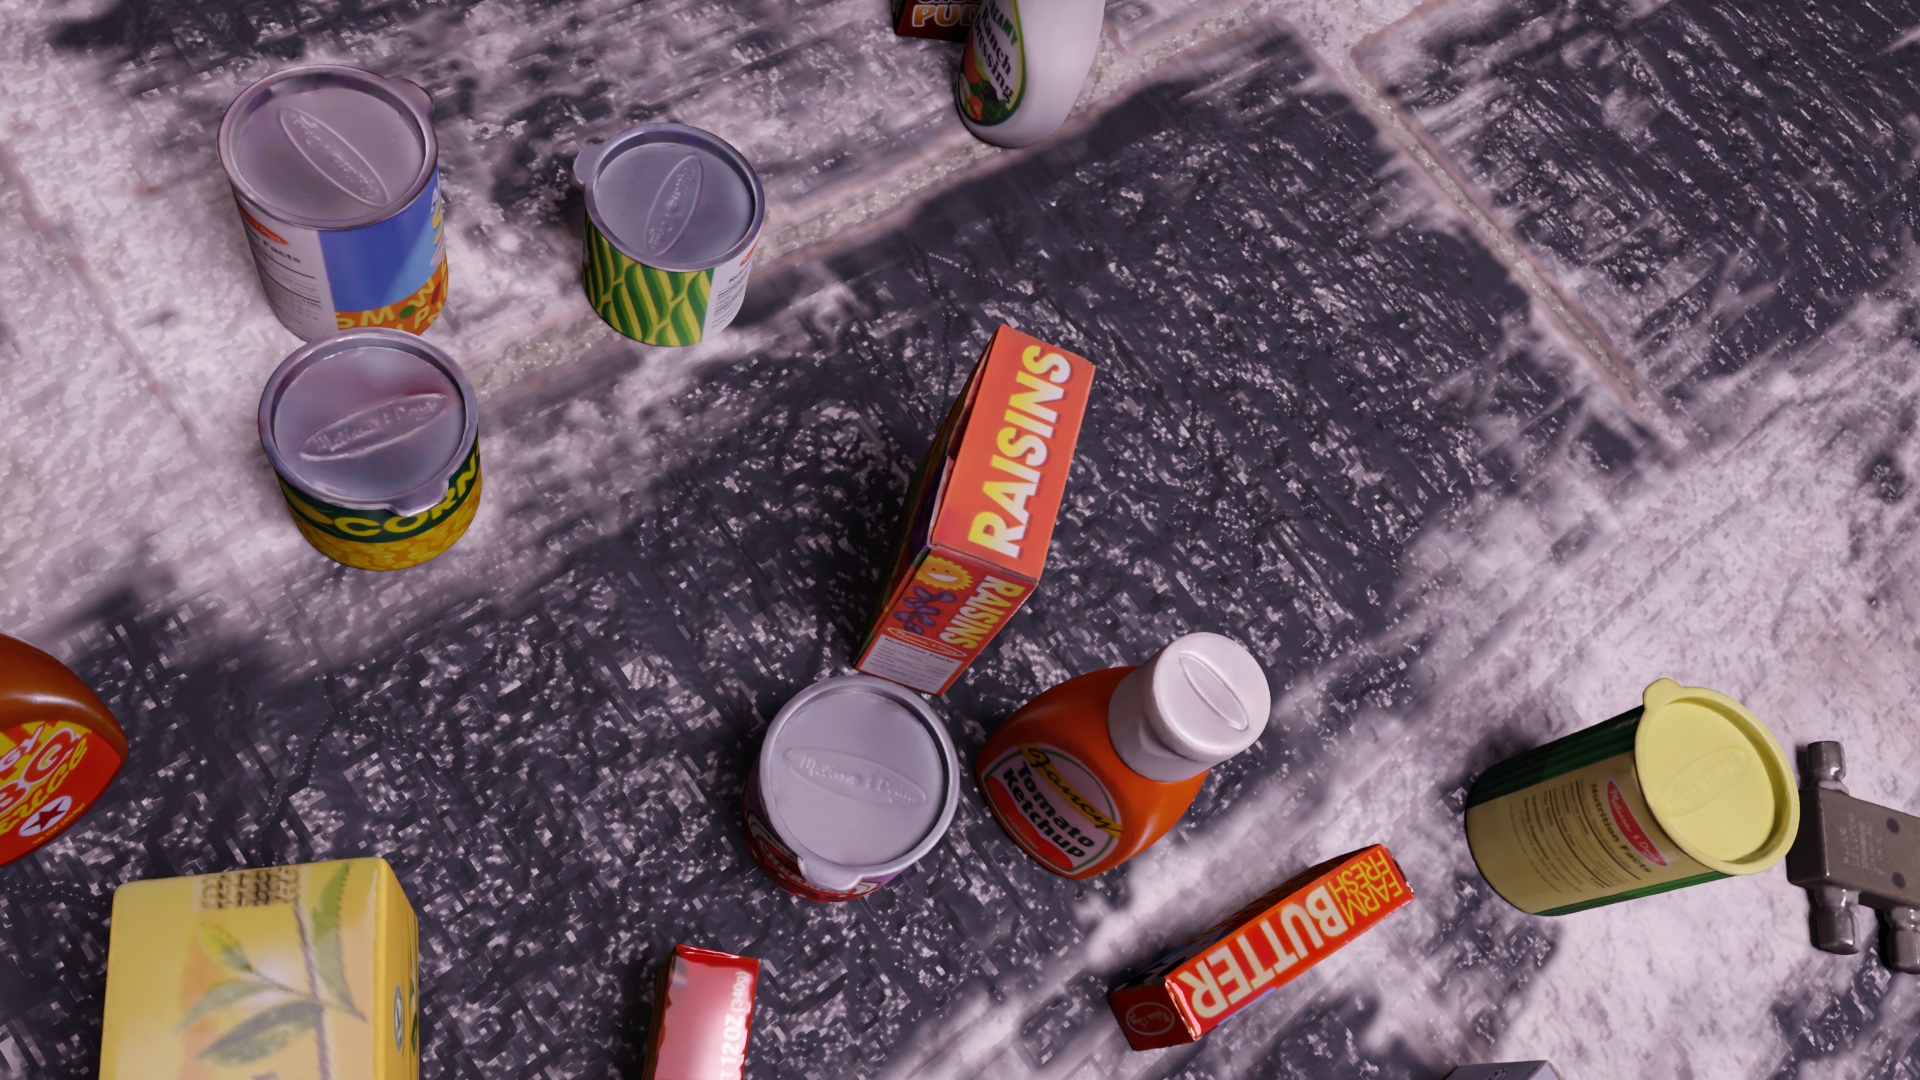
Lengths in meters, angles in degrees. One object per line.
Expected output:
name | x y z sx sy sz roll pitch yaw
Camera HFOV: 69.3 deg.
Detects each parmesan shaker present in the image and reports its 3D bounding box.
parmesan shaker | 0.249 0.099 0.527 0.071 0.102 0.071 6 66 -14

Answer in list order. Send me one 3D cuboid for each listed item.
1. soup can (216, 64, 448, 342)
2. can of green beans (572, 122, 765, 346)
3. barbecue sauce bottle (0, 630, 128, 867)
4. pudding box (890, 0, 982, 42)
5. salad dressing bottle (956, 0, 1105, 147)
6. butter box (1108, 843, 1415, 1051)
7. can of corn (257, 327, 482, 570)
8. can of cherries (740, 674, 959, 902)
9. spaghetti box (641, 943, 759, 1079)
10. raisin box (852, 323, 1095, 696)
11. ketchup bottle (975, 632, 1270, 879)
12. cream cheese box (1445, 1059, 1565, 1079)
soup can | -0.216 -0.116 0.493 0.071 0.083 0.071 6 66 -14
can of green beans | -0.113 -0.117 0.539 0.071 0.057 0.071 6 66 -14
barbecue sauce bottle | -0.273 0.048 0.367 0.044 0.148 0.065 43 63 4
pudding box | 0.014 -0.258 0.644 0.084 0.049 0.030 0 67 -17
salad dressing bottle | 0.038 -0.228 0.583 0.044 0.147 0.064 -12 72 -21
butter box | 0.107 0.144 0.493 0.104 0.053 0.024 -23 76 -24
can of corn | -0.197 -0.028 0.474 0.071 0.058 0.071 6 66 -14
can of cherries | -0.041 0.088 0.470 0.071 0.058 0.072 6 66 -14
spaghetti box | -0.090 0.246 0.390 0.029 0.050 0.251 11 64 -12
raisin box | 0.002 -0.006 0.488 0.040 0.123 0.086 21 63 -7
ketchup bottle | 0.052 0.069 0.455 0.044 0.148 0.065 -39 83 -27
cream cheese box | 0.161 0.220 0.476 0.104 0.053 0.024 -30 79 -26
